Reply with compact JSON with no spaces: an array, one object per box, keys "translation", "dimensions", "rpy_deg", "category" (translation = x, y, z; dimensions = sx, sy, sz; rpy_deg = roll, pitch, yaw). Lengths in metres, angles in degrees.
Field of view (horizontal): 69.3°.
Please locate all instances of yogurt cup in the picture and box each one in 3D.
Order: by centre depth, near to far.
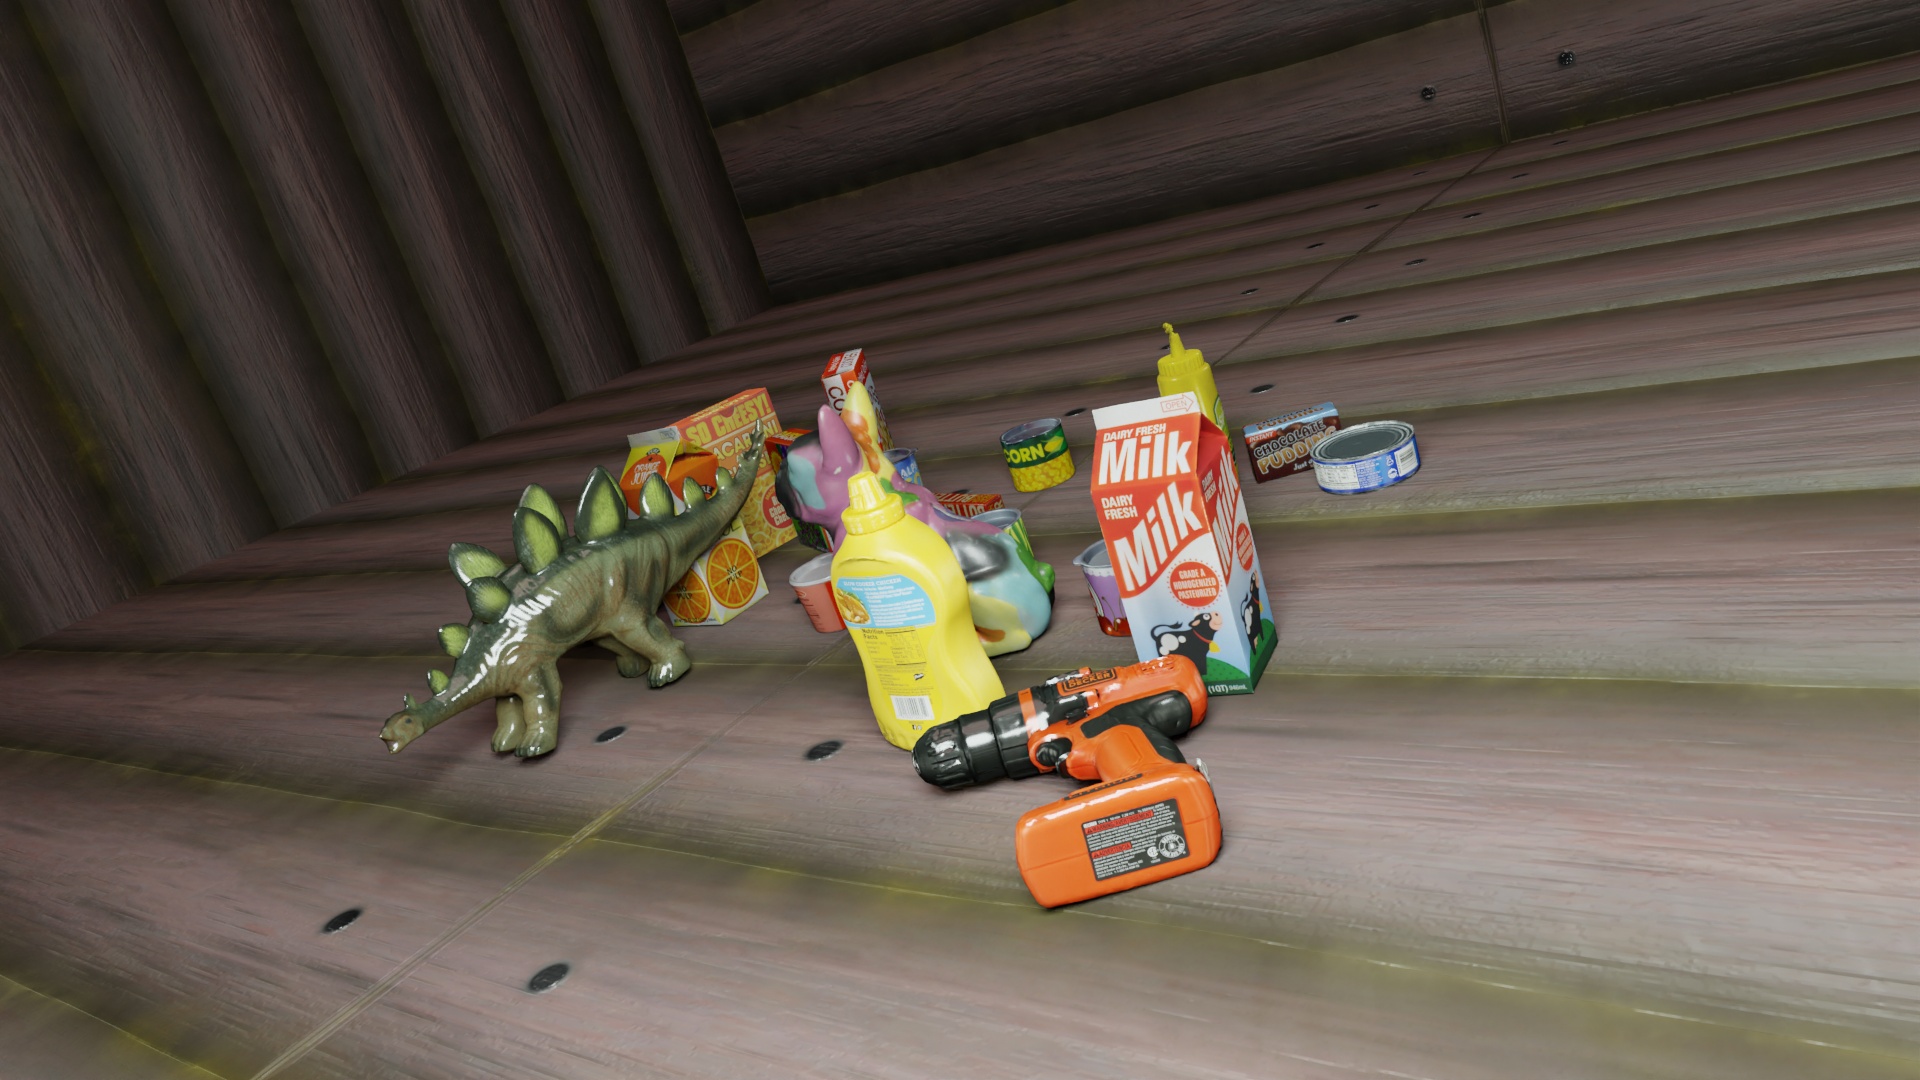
[{"translation":[-0.111,0.046,1.225],"dimensions":[0.072,0.053,0.072],"rpy_deg":[-17,17,5],"category":"yogurt cup"}]

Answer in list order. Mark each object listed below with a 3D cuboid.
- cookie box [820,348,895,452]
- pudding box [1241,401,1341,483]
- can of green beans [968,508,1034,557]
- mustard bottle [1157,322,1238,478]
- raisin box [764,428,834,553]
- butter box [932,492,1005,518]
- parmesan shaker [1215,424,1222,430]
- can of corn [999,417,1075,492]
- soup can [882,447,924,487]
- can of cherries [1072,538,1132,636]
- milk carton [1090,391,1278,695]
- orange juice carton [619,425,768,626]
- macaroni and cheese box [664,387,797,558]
[{"translation":[-0.106,-0.120,1.538],"dimensions":[0.040,0.167,0.123],"rpy_deg":[-17,17,5],"category":"cookie box"},{"translation":[0.296,-0.087,1.230],"dimensions":[0.083,0.049,0.030],"rpy_deg":[-15,17,10],"category":"pudding box"},{"translation":[0.028,0.012,1.184],"dimensions":[0.071,0.057,0.071],"rpy_deg":[-17,17,5],"category":"can of green beans"},{"translation":[0.205,-0.115,1.222],"dimensions":[0.049,0.159,0.065],"rpy_deg":[-12,18,21],"category":"mustard bottle"},{"translation":[-0.157,-0.054,1.461],"dimensions":[0.040,0.123,0.086],"rpy_deg":[-25,18,-22],"category":"raisin box"},{"translation":[0.005,-0.016,1.302],"dimensions":[0.024,0.053,0.103],"rpy_deg":[-31,21,-35],"category":"butter box"},{"translation":[0.181,-0.031,1.082],"dimensions":[0.071,0.102,0.071],"rpy_deg":[-17,17,5],"category":"parmesan shaker"},{"translation":[0.079,-0.087,1.436],"dimensions":[0.071,0.058,0.071],"rpy_deg":[-17,17,5],"category":"can of corn"},{"translation":[-0.065,-0.044,1.406],"dimensions":[0.071,0.083,0.071],"rpy_deg":[-17,17,5],"category":"soup can"},{"translation":[0.124,0.032,1.025],"dimensions":[0.071,0.058,0.072],"rpy_deg":[-17,17,5],"category":"can of cherries"},{"translation":[0.140,0.000,0.883],"dimensions":[0.072,0.190,0.074],"rpy_deg":[-9,19,30],"category":"milk carton"},{"translation":[-0.264,-0.017,1.340],"dimensions":[0.071,0.192,0.073],"rpy_deg":[-5,21,38],"category":"orange juice carton"},{"translation":[-0.238,-0.067,1.512],"dimensions":[0.040,0.166,0.124],"rpy_deg":[0,25,46],"category":"macaroni and cheese box"}]
